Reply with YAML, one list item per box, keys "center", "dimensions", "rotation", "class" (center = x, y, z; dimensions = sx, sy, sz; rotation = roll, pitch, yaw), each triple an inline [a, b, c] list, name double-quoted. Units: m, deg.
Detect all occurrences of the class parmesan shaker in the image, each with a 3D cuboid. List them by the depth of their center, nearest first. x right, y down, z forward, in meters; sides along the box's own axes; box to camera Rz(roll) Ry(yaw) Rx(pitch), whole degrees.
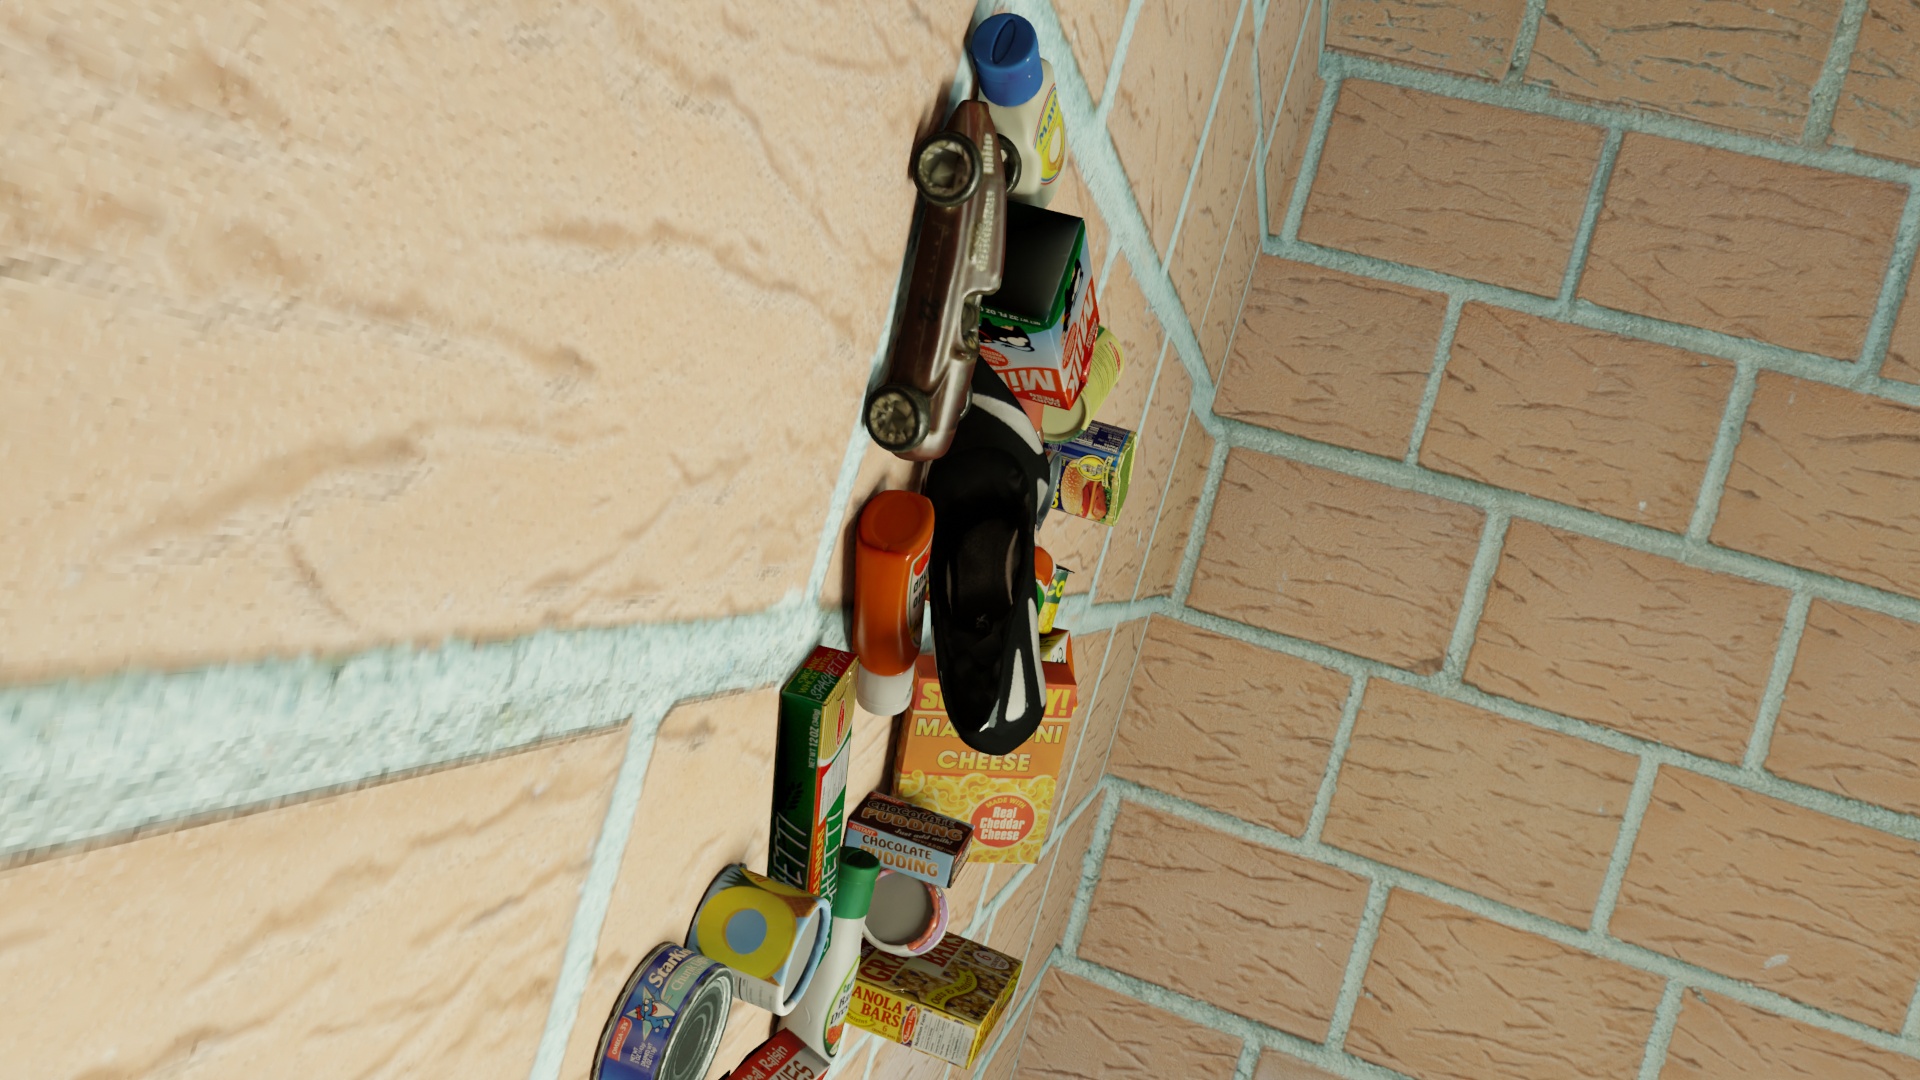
- center: [0.086, -0.131, 1.123]
  dimensions: [0.103, 0.071, 0.071]
  rotation: [-54, 157, -53]
  class: "parmesan shaker"

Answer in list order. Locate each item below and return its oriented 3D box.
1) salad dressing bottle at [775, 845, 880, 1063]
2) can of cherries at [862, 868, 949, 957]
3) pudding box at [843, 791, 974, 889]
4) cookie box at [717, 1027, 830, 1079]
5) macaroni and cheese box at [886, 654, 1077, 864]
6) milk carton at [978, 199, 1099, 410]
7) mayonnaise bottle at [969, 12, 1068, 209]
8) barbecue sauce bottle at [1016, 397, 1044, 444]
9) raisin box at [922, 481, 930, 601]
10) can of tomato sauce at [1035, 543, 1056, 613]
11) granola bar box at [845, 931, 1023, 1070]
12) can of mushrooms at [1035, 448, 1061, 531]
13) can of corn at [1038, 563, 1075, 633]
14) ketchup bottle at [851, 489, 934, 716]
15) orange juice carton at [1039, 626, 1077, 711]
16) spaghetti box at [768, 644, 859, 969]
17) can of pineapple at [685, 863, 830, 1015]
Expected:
- center: [-0.090, 0.285, 0.956]
  dimensions: [0.064, 0.044, 0.147]
  rotation: [-22, 127, -75]
  class: "salad dressing bottle"
- center: [-0.045, 0.292, 1.102]
  dimensions: [0.058, 0.071, 0.071]
  rotation: [67, 42, -68]
  class: "can of cherries"
- center: [-0.036, 0.215, 1.002]
  dimensions: [0.050, 0.084, 0.030]
  rotation: [-40, 144, -66]
  class: "pudding box"
- center: [-0.146, 0.365, 0.763]
  dimensions: [0.167, 0.040, 0.123]
  rotation: [-60, 168, 5]
  class: "cookie box"
- center: [0.012, 0.167, 1.056]
  dimensions: [0.040, 0.124, 0.165]
  rotation: [-111, -152, -62]
  class: "macaroni and cheese box"
- center: [0.045, -0.144, 0.917]
  dimensions: [0.190, 0.072, 0.073]
  rotation: [61, 47, -72]
  class: "milk carton"
- center: [0.035, -0.249, 0.811]
  dimensions: [0.148, 0.041, 0.065]
  rotation: [56, 53, -74]
  class: "mayonnaise bottle"
- center: [0.039, -0.059, 1.062]
  dimensions: [0.065, 0.044, 0.147]
  rotation: [-75, 173, -54]
  class: "barbecue sauce bottle"
- center: [0.004, -0.012, 0.983]
  dimensions: [0.124, 0.040, 0.085]
  rotation: [-37, 143, -67]
  class: "raisin box"
- center: [0.034, 0.045, 1.120]
  dimensions: [0.070, 0.071, 0.083]
  rotation: [87, 23, -56]
  class: "can of tomato sauce"
- center: [-0.027, 0.362, 1.134]
  dimensions: [0.165, 0.124, 0.039]
  rotation: [-1, 108, -76]
  class: "granola bar box"
- center: [0.061, -0.046, 1.188]
  dimensions: [0.071, 0.033, 0.071]
  rotation: [15, 92, -77]
  class: "can of mushrooms"
- center: [0.057, 0.044, 1.204]
  dimensions: [0.071, 0.071, 0.058]
  rotation: [1, 106, -76]
  class: "can of corn"
- center: [-0.044, 0.044, 0.849]
  dimensions: [0.065, 0.043, 0.148]
  rotation: [-71, 170, -50]
  class: "ketchup bottle"
- center: [0.051, 0.125, 1.185]
  dimensions: [0.193, 0.073, 0.071]
  rotation: [-32, 116, -70]
  class: "orange juice carton"
- center: [-0.093, 0.177, 0.845]
  dimensions: [0.050, 0.029, 0.248]
  rotation: [-54, 157, -55]
  class: "spaghetti box"
- center: [-0.110, 0.217, 0.761]
  dimensions: [0.071, 0.058, 0.071]
  rotation: [15, 92, -77]
  class: "can of pineapple"
